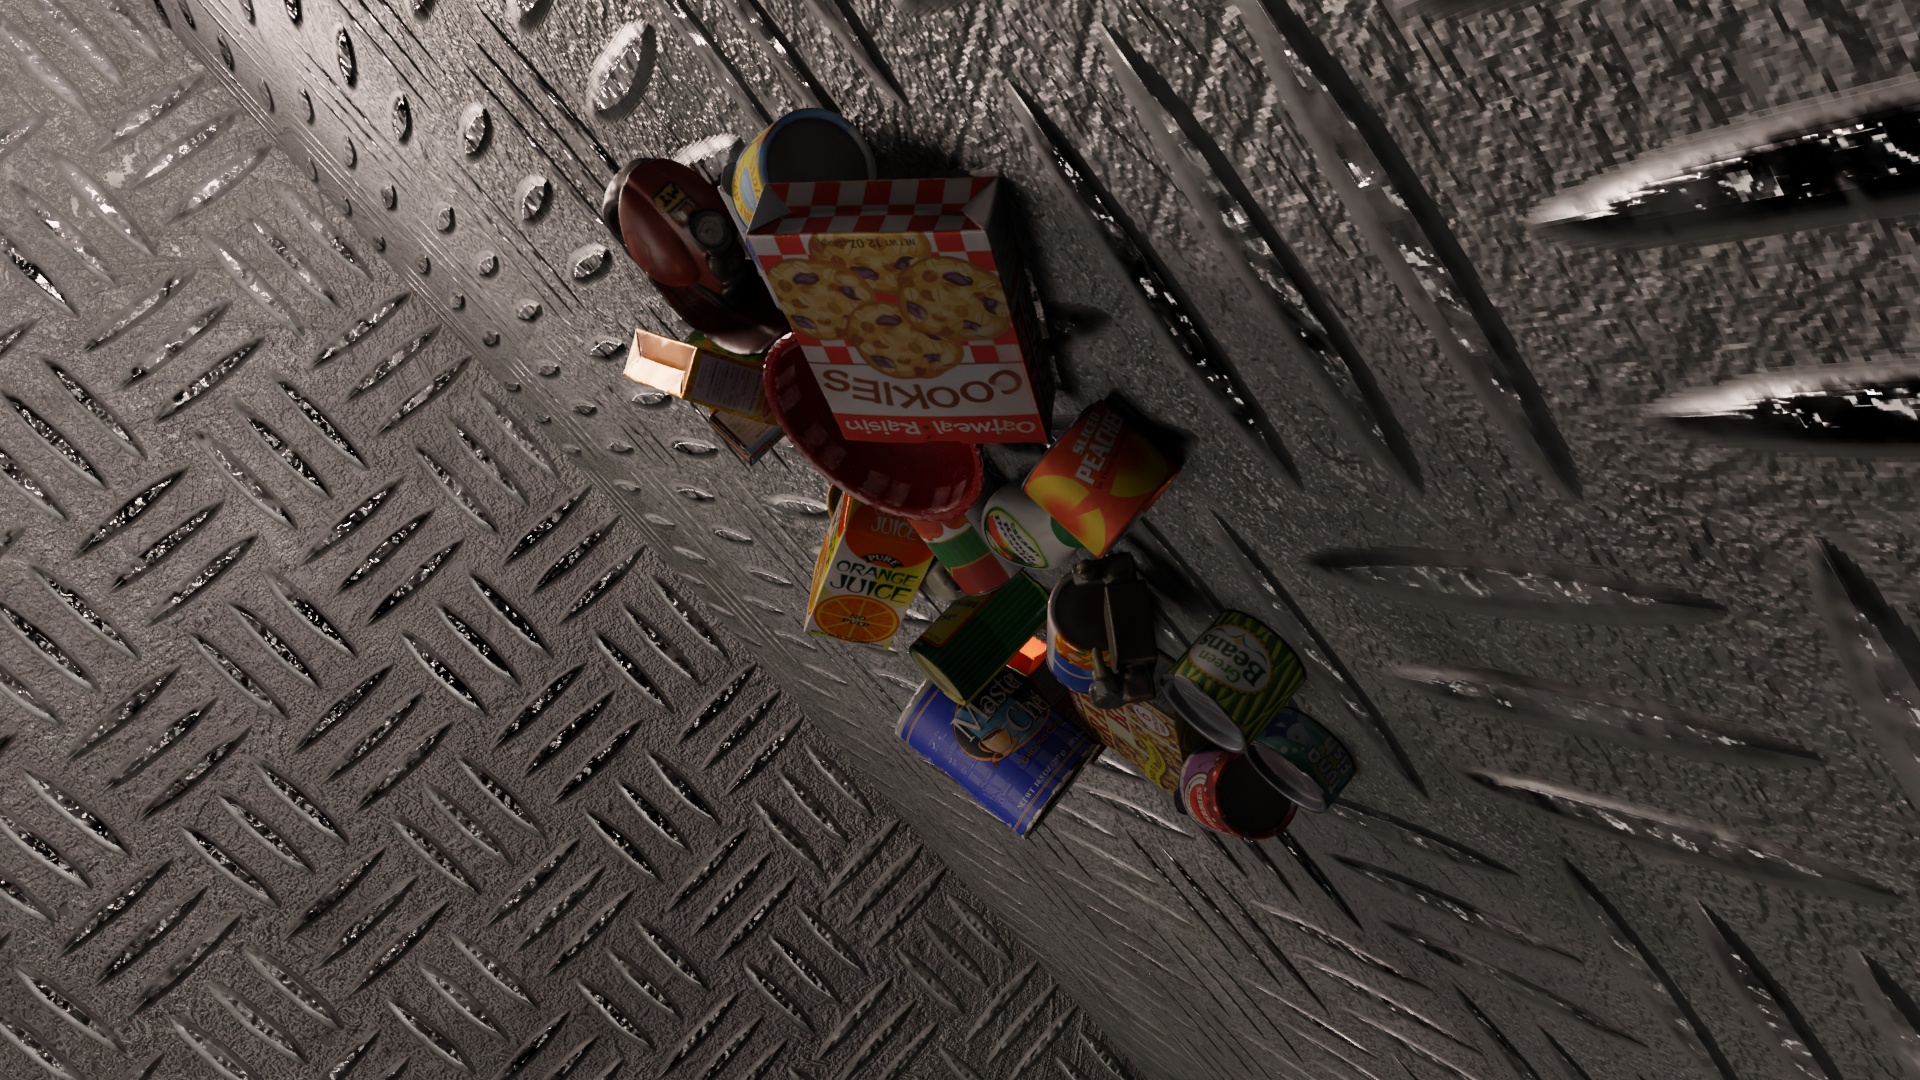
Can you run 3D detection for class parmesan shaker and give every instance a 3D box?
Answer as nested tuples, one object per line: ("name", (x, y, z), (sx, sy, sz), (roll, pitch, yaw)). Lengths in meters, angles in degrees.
("parmesan shaker", (0.017, 0.072, 1.101), (0.071, 0.103, 0.071), (41, 164, 15))

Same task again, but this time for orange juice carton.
("orange juice carton", (-0.063, 0.001, 1.074), (0.072, 0.073, 0.191), (13, 142, -11))

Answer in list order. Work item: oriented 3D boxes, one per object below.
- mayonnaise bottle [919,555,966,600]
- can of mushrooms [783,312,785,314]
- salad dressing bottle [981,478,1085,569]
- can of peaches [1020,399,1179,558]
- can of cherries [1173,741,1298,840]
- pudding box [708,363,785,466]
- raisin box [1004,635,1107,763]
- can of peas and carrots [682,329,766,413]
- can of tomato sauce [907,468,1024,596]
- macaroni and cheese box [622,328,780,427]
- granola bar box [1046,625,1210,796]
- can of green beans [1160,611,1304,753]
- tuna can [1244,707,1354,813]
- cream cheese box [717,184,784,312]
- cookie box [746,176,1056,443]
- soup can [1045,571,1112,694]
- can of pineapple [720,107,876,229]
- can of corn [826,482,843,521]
("mayonnaise bottle", (-0.009, 0.019, 1.118), (0.041, 0.065, 0.148), (50, 168, -7))
("can of mushrooms", (-0.092, -0.158, 0.921), (0.071, 0.033, 0.070), (40, 163, 15))
("salad dressing bottle", (0.059, -0.012, 0.886), (0.064, 0.044, 0.147), (53, 163, -10))
("can of peaches", (0.076, -0.034, 0.746), (0.058, 0.071, 0.071), (43, 164, 8))
("can of cherries", (0.193, 0.176, 0.974), (0.071, 0.072, 0.058), (47, 164, -8))
("pudding box", (-0.157, -0.107, 1.127), (0.050, 0.084, 0.030), (43, 167, 6))
("raisin box", (0.076, 0.134, 1.233), (0.086, 0.040, 0.123), (22, 153, 53))
("can of peas and carrots", (-0.207, -0.148, 1.177), (0.059, 0.071, 0.071), (45, 165, -1))
("can of tomato sauce", (0.004, -0.012, 0.983), (0.083, 0.071, 0.071), (53, 163, -24))
("macaroni and cheese box", (-0.146, -0.109, 1.021), (0.166, 0.040, 0.124), (14, -174, -35))
("granola bar box", (0.135, 0.127, 1.059), (0.124, 0.039, 0.164), (35, 162, 32))
("can of green beans", (0.164, 0.085, 0.837), (0.071, 0.058, 0.071), (41, 164, 14))
("tuna can", (0.218, 0.141, 0.890), (0.071, 0.033, 0.071), (41, 164, 14))
("cream cheese box", (-0.102, -0.187, 0.834), (0.024, 0.053, 0.103), (33, 160, 32))
("cookie box", (-0.025, -0.115, 0.732), (0.123, 0.040, 0.166), (2, 148, 17))
("soup can", (0.095, 0.062, 0.951), (0.071, 0.071, 0.083), (40, 163, 18))
("can of pineapple", (-0.086, -0.193, 0.746), (0.071, 0.071, 0.058), (50, 163, -17))
("can of corn", (-0.077, -0.025, 1.168), (0.071, 0.071, 0.058), (38, 162, 23))
